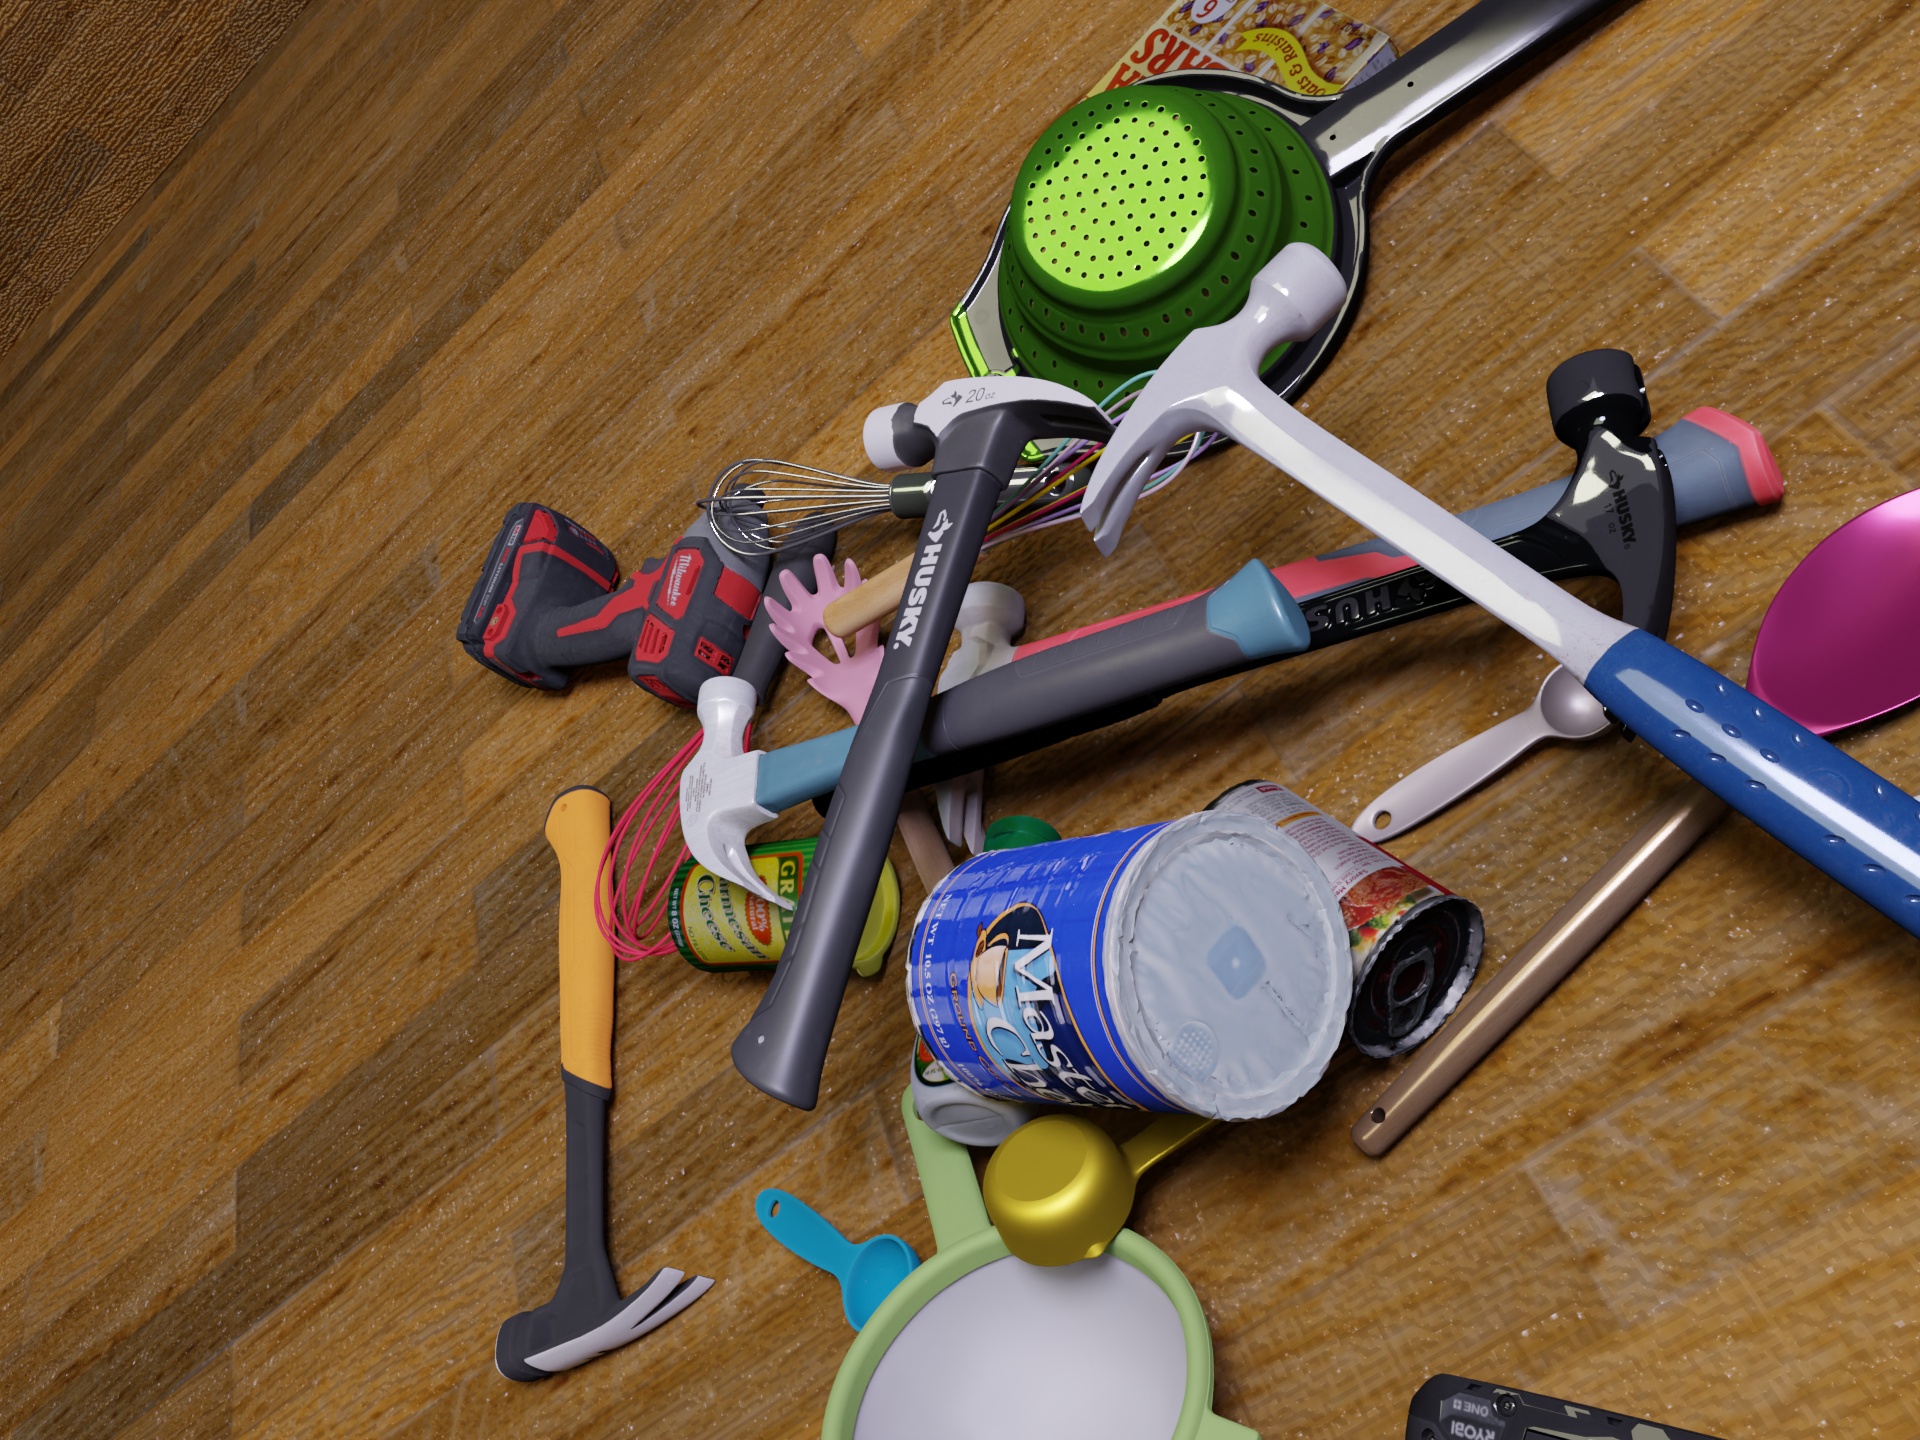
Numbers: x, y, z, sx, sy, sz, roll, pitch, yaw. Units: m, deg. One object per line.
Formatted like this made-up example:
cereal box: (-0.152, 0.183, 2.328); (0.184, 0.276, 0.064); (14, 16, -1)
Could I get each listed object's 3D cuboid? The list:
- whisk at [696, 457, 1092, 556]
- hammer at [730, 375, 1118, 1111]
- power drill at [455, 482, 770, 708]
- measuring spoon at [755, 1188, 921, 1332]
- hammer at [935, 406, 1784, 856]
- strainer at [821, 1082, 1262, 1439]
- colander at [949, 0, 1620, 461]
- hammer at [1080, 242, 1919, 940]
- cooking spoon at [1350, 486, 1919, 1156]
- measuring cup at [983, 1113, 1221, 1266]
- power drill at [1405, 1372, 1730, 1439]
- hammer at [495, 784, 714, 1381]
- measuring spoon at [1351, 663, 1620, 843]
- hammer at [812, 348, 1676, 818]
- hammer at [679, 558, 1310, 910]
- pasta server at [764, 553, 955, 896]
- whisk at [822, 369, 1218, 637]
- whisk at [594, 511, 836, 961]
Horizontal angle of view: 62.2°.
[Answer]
whisk: (-0.041, -0.124, 0.885); (0.246, 0.059, 0.058); (0, 89, 27)
hammer: (-0.024, -0.001, 0.677); (0.146, 0.035, 0.335); (-1, 64, 42)
power drill: (-0.212, -0.083, 1.014); (0.220, 0.078, 0.143); (4, 68, 40)
measuring spoon: (-0.055, 0.241, 0.723); (0.129, 0.021, 0.042); (10, 72, 54)
hammer: (0.150, -0.040, 0.696); (0.386, 0.038, 0.143); (-16, 57, 34)
strainer: (0.018, 0.241, 0.628); (0.151, 0.069, 0.257); (-27, 28, 1)
colander: (0.157, -0.280, 0.756); (0.397, 0.094, 0.205); (-32, 70, 16)
hammer: (0.205, -0.022, 0.534); (0.144, 0.035, 0.406); (-45, 57, -2)
cooking spoon: (0.254, 0.041, 0.570); (0.319, 0.017, 0.069); (-48, 47, 7)
measuring cup: (0.077, 0.151, 0.616); (0.156, 0.029, 0.062); (-34, 29, -5)
power drill: (0.188, 0.311, 0.423); (0.190, 0.080, 0.229); (-2, 66, 41)
hammer: (-0.201, 0.174, 0.875); (0.127, 0.034, 0.337); (-32, 48, 24)
measuring spoon: (0.209, 0.017, 0.630); (0.124, 0.018, 0.034); (-37, 46, 28)
hammer: (0.095, -0.018, 0.681); (0.409, 0.036, 0.149); (-19, 58, 33)
hammer: (-0.001, -0.002, 0.706); (0.331, 0.033, 0.128); (-19, 54, 32)
pasta server: (-0.034, 0.028, 0.815); (0.060, 0.040, 0.317); (-25, 49, -1)
whisk: (0.023, -0.102, 0.796); (0.245, 0.051, 0.047); (-27, 18, 28)
whisk: (-0.129, 0.002, 0.904); (0.073, 0.073, 0.296); (-3, 57, 40)
